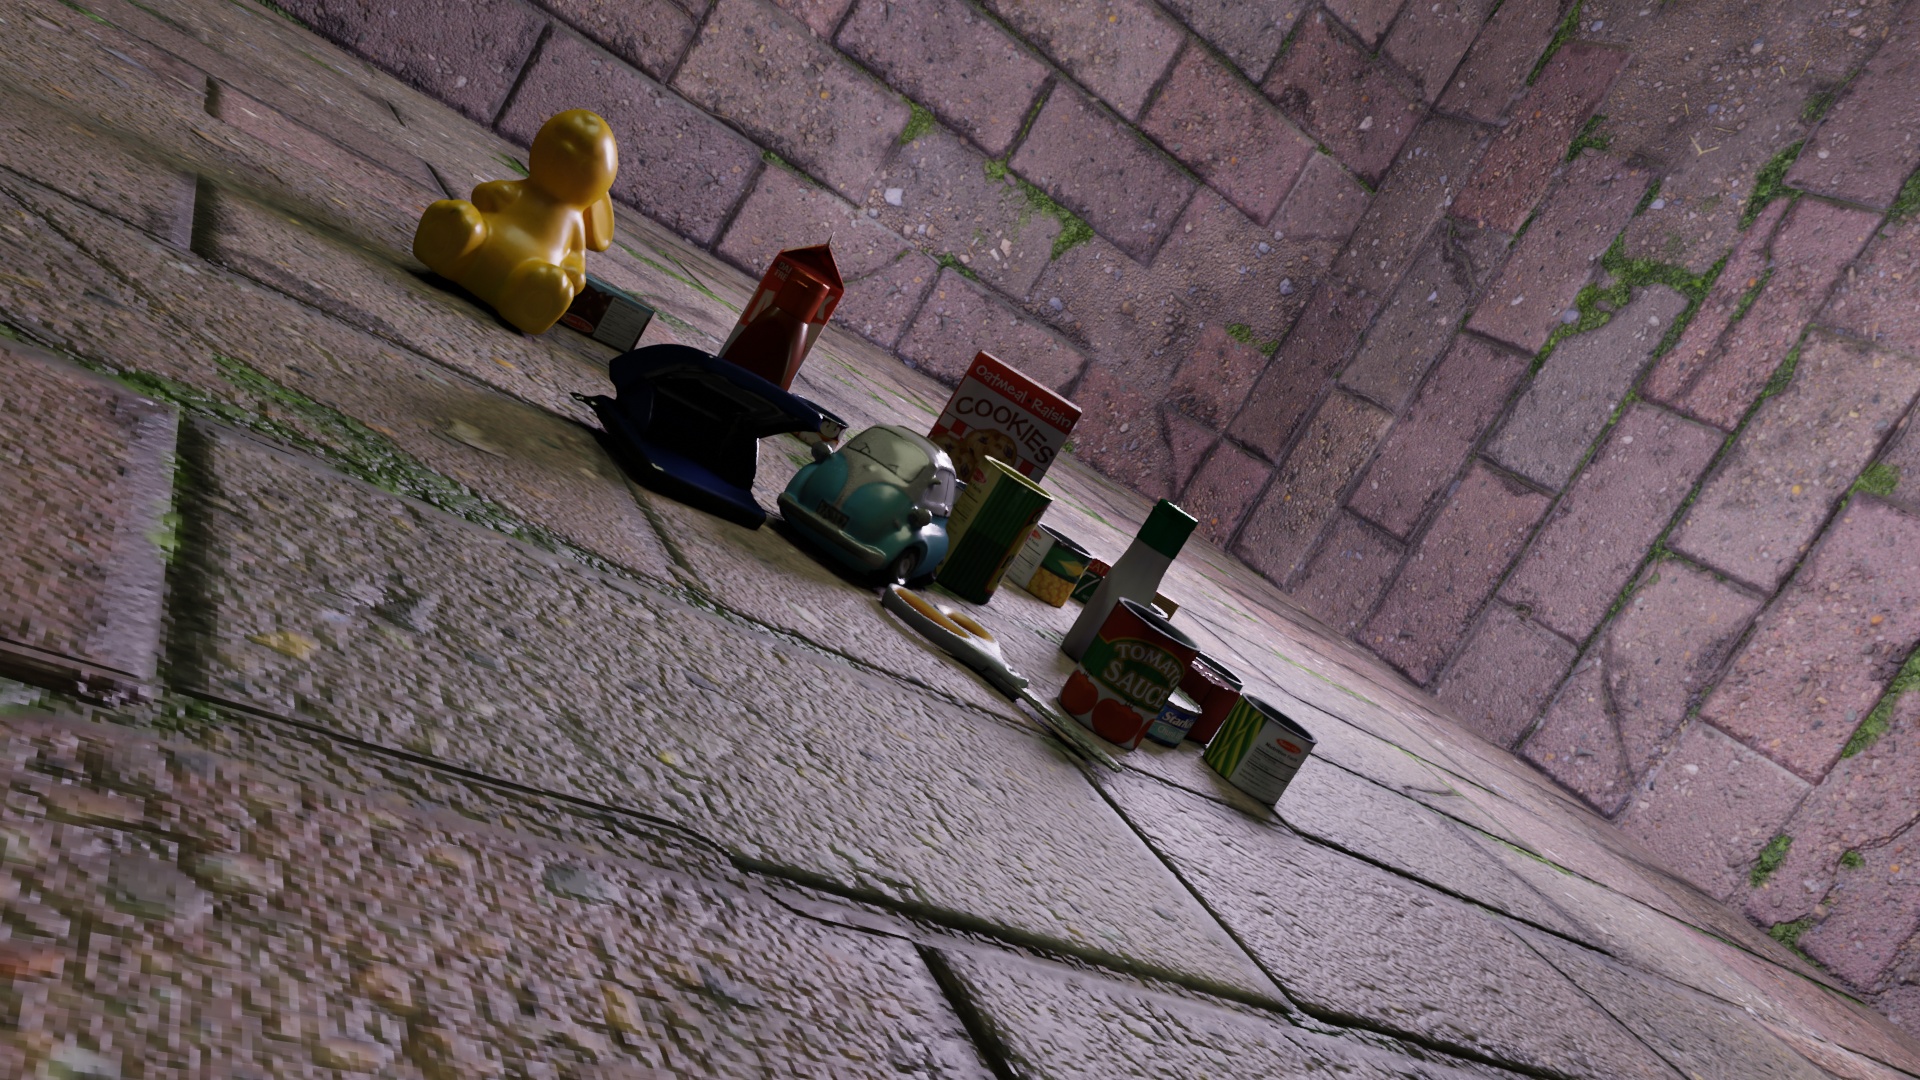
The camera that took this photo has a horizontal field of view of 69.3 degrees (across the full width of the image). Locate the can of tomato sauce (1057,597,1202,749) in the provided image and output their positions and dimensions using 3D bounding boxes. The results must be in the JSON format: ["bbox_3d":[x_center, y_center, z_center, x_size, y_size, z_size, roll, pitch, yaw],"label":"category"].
[{"bbox_3d":[0.115,0.091,0.950,0.071,0.083,0.071,31,8,-5],"label":"can of tomato sauce"}]

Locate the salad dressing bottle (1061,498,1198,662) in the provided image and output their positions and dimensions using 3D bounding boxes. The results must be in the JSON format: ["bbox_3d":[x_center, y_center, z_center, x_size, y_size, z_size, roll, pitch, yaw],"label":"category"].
[{"bbox_3d":[0.139,0.037,1.129,0.044,0.147,0.064,31,8,-4],"label":"salad dressing bottle"}]

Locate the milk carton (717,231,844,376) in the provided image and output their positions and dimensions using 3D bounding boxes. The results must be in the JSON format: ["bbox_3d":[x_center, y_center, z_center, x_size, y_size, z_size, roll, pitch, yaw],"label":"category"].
[{"bbox_3d":[-0.168,-0.211,1.323,0.073,0.190,0.072,30,8,-12],"label":"milk carton"}]

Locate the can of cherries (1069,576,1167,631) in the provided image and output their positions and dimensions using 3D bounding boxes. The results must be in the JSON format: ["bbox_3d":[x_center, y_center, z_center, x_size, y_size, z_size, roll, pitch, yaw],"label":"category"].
[{"bbox_3d":[0.140,0.075,1.217,0.071,0.058,0.071,31,8,-5],"label":"can of cherries"}]

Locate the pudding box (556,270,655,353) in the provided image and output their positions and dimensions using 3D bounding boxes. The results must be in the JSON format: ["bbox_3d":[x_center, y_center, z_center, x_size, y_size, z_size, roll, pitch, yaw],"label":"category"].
[{"bbox_3d":[-0.319,-0.204,1.229,0.083,0.049,0.030,24,11,-43],"label":"pudding box"}]

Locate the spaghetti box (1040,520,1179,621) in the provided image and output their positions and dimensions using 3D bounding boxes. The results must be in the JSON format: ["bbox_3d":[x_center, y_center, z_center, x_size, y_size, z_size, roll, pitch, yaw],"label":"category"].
[{"bbox_3d":[0.109,0.025,1.422,0.250,0.050,0.029,30,8,-13],"label":"spaghetti box"}]

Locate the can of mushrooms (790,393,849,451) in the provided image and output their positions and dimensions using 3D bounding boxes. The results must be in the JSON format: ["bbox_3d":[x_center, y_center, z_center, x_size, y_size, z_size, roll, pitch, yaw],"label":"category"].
[{"bbox_3d":[-0.149,-0.118,1.390,0.071,0.033,0.071,31,8,-5],"label":"can of mushrooms"}]

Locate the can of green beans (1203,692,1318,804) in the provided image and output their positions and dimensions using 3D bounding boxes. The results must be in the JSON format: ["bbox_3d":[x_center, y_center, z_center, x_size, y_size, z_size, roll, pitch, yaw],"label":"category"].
[{"bbox_3d":[0.226,0.157,1.049,0.071,0.057,0.071,31,8,-5],"label":"can of green beans"}]

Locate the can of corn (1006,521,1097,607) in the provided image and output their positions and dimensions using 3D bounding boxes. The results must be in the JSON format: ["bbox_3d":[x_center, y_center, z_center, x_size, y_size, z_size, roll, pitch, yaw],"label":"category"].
[{"bbox_3d":[0.086,0.024,1.321,0.071,0.058,0.071,31,8,-5],"label":"can of corn"}]

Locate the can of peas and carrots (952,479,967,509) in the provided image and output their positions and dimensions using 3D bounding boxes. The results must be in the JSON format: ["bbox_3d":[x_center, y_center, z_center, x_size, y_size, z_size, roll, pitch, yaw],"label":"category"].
[{"bbox_3d":[0.004,-0.016,1.258,0.071,0.058,0.071,31,8,-5],"label":"can of peas and carrots"}]

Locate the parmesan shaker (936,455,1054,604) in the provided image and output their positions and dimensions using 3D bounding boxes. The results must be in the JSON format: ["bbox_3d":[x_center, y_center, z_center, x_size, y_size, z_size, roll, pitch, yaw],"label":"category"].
[{"bbox_3d":[0.020,-0.008,1.121,0.071,0.103,0.071,31,8,-5],"label":"parmesan shaker"}]

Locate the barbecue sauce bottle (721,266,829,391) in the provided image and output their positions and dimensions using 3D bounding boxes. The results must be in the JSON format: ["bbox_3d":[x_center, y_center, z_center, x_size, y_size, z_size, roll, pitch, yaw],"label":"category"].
[{"bbox_3d":[-0.167,-0.167,1.216,0.065,0.148,0.044,32,8,5],"label":"barbecue sauce bottle"}]

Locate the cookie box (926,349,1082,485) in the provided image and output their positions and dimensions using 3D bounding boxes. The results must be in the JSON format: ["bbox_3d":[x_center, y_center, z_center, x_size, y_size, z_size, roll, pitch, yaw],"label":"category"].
[{"bbox_3d":[0.030,-0.095,1.435,0.123,0.167,0.040,31,8,-7],"label":"cookie box"}]

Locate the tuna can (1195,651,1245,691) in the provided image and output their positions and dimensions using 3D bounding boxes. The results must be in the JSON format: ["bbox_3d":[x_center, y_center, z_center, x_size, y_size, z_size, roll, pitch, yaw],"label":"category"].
[{"bbox_3d":[0.229,0.129,1.305,0.071,0.032,0.071,31,8,-5],"label":"tuna can"}]
